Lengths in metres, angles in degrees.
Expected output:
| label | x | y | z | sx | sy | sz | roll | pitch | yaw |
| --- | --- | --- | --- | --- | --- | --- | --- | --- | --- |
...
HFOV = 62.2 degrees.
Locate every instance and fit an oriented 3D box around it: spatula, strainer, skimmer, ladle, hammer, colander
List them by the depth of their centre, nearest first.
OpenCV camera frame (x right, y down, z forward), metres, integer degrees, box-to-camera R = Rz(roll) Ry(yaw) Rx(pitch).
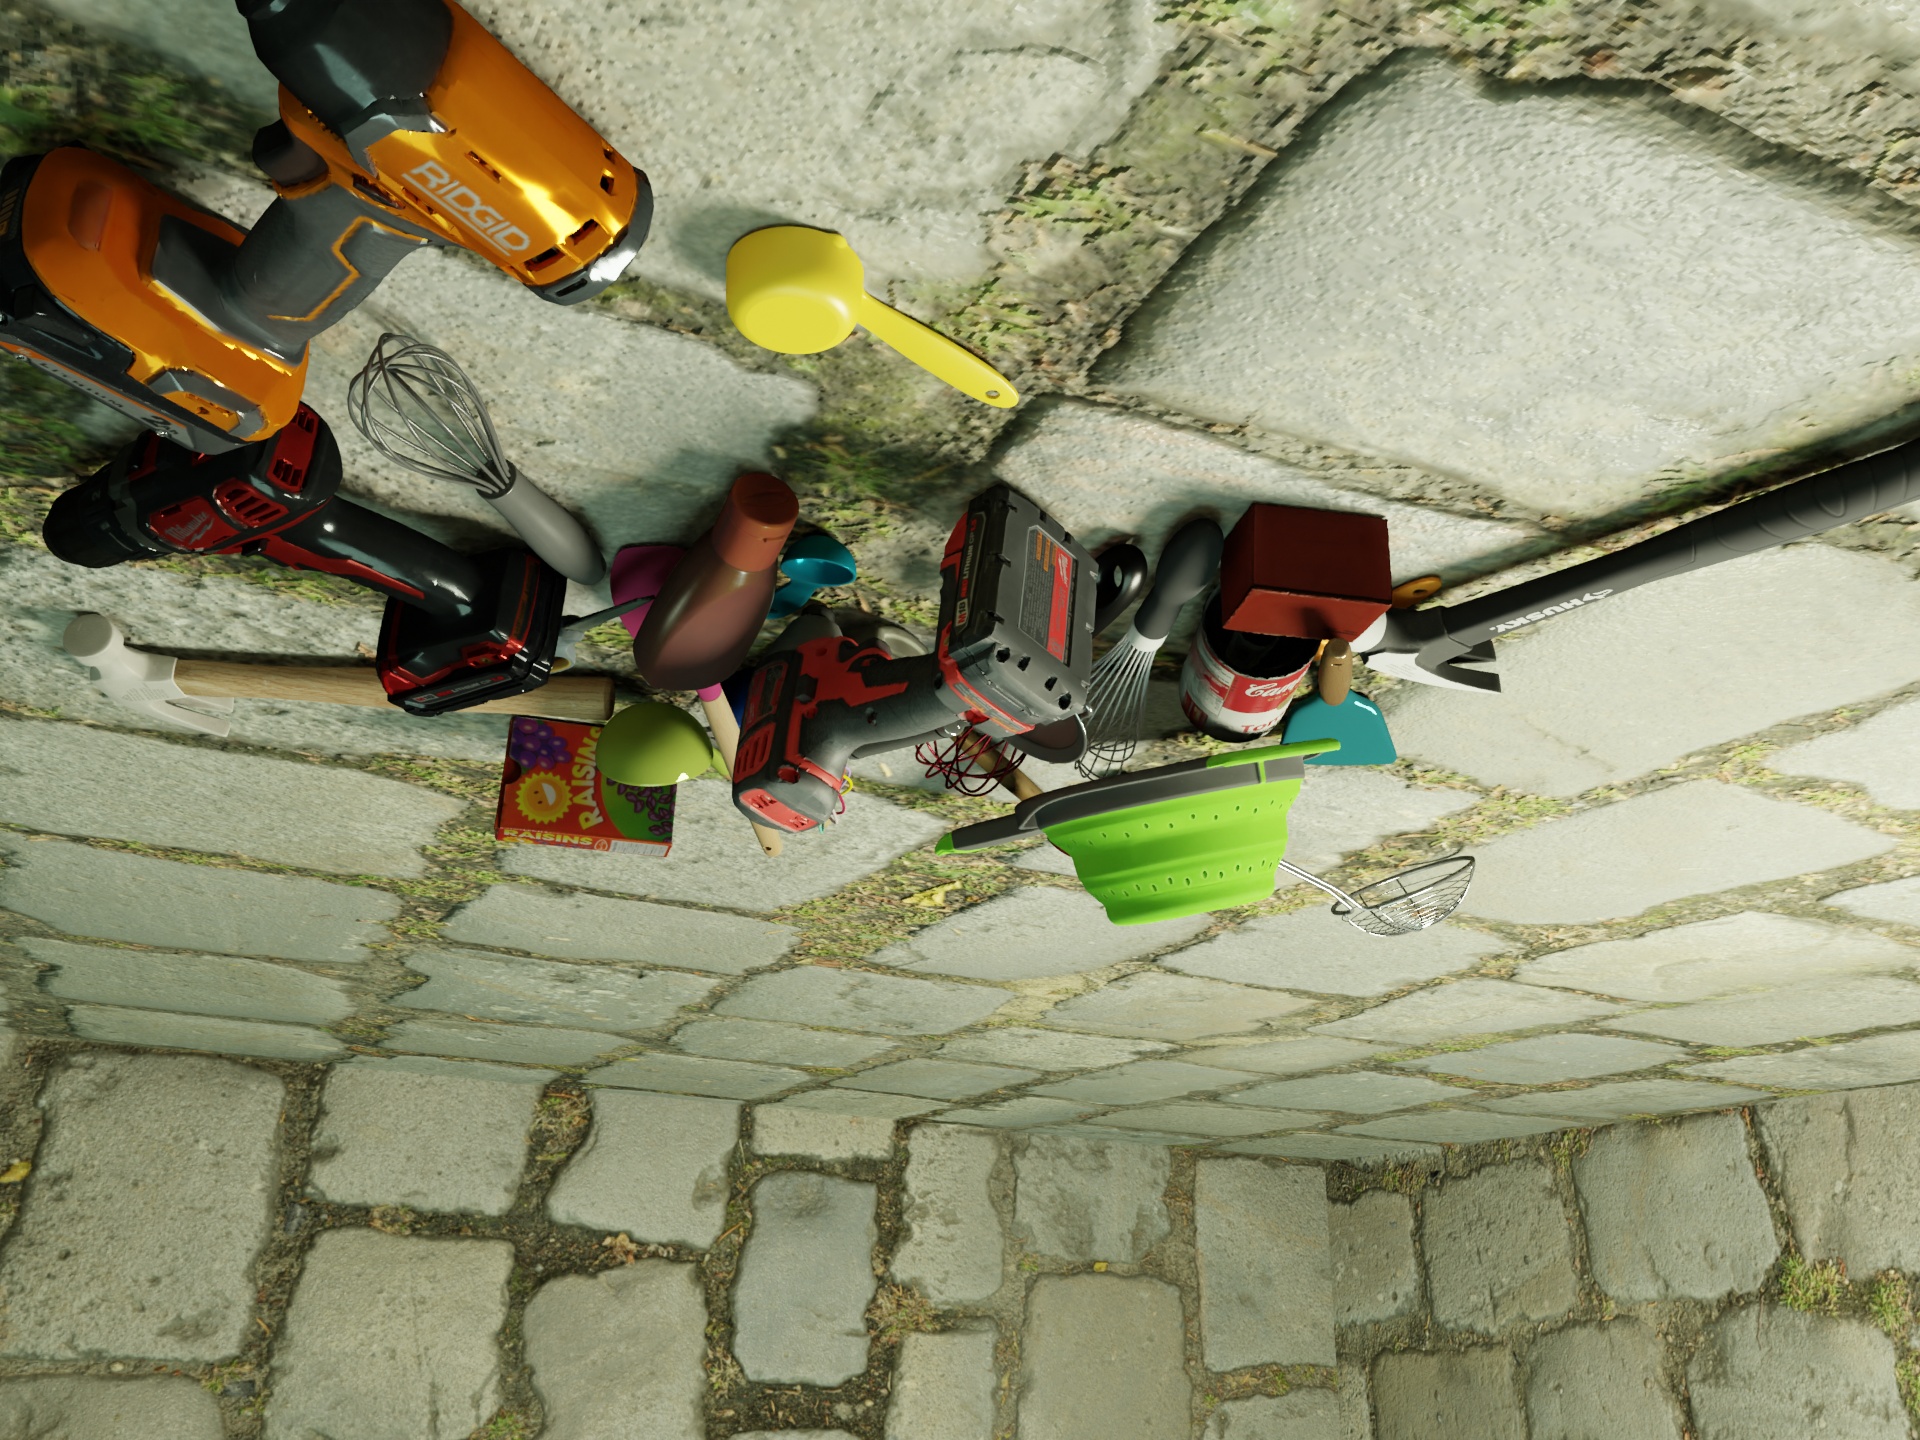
| label | x | y | z | sx | sy | sz | roll | pitch | yaw |
| --- | --- | --- | --- | --- | --- | --- | --- | --- | --- |
| hammer | 0.370 | -0.084 | 0.833 | 0.146 | 0.035 | 0.335 | 16 | 153 | -42 |
| strainer | -0.002 | -0.003 | 0.958 | 0.258 | 0.050 | 0.086 | -14 | 119 | 49 |
| spatula | 0.231 | -0.009 | 0.975 | 0.082 | 0.044 | 0.317 | 1 | 173 | 13 |
| hammer | -0.397 | -0.021 | 1.054 | 0.331 | 0.031 | 0.130 | 3 | 158 | -4 |
| colander | 0.100 | 0.097 | 1.111 | 0.204 | 0.094 | 0.397 | -6 | 172 | -33 |
| ladle | -0.165 | 0.051 | 1.172 | 0.078 | 0.062 | 0.320 | 14 | 169 | 22 |
| ladle | 0.057 | 0.057 | 1.230 | 0.069 | 0.031 | 0.315 | -9 | 154 | 25 |
| skimmer | 0.273 | 0.094 | 1.302 | 0.363 | 0.090 | 0.127 | 25 | 152 | -26 |

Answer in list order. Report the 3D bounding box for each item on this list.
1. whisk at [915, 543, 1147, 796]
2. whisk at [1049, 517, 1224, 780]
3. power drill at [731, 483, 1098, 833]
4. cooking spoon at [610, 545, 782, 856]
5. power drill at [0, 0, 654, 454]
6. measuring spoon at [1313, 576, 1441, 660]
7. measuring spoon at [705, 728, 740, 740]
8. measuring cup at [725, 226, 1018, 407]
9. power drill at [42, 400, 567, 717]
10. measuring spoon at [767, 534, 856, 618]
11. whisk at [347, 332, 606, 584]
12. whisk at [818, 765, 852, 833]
| label | x | y | z | sx | sy | sz | roll | pitch | yaw |
| --- | --- | --- | --- | --- | --- | --- | --- | --- | --- |
| whisk | 0.040 | -0.026 | 0.978 | 0.073 | 0.073 | 0.295 | 10 | 151 | -19 |
| whisk | 0.102 | -0.040 | 0.952 | 0.070 | 0.070 | 0.284 | 5 | 153 | -9 |
| power drill | -0.034 | -0.033 | 0.869 | 0.219 | 0.143 | 0.078 | -24 | 134 | 37 |
| cooking spoon | -0.153 | -0.003 | 1.010 | 0.069 | 0.017 | 0.318 | 0 | 143 | 8 |
| power drill | -0.247 | -0.187 | 0.568 | 0.226 | 0.084 | 0.164 | -15 | 153 | 26 |
| measuring spoon | 0.242 | -0.058 | 0.943 | 0.021 | 0.011 | 0.117 | 12 | 156 | -25 |
| measuring spoon | -0.134 | 0.014 | 1.143 | 0.124 | 0.018 | 0.034 | -2 | 158 | 11 |
| measuring cup | -0.032 | -0.159 | 0.683 | 0.156 | 0.029 | 0.062 | 22 | 151 | -38 |
| power drill | -0.345 | -0.082 | 0.844 | 0.188 | 0.080 | 0.226 | -12 | 152 | 30 |
| measuring spoon | -0.094 | -0.082 | 0.910 | 0.042 | 0.021 | 0.128 | 12 | 165 | -21 |
| whisk | -0.227 | -0.116 | 0.785 | 0.055 | 0.055 | 0.238 | -3 | 162 | 11 |
| whisk | -0.105 | 0.036 | 1.107 | 0.047 | 0.051 | 0.245 | 12 | 166 | 2 |
